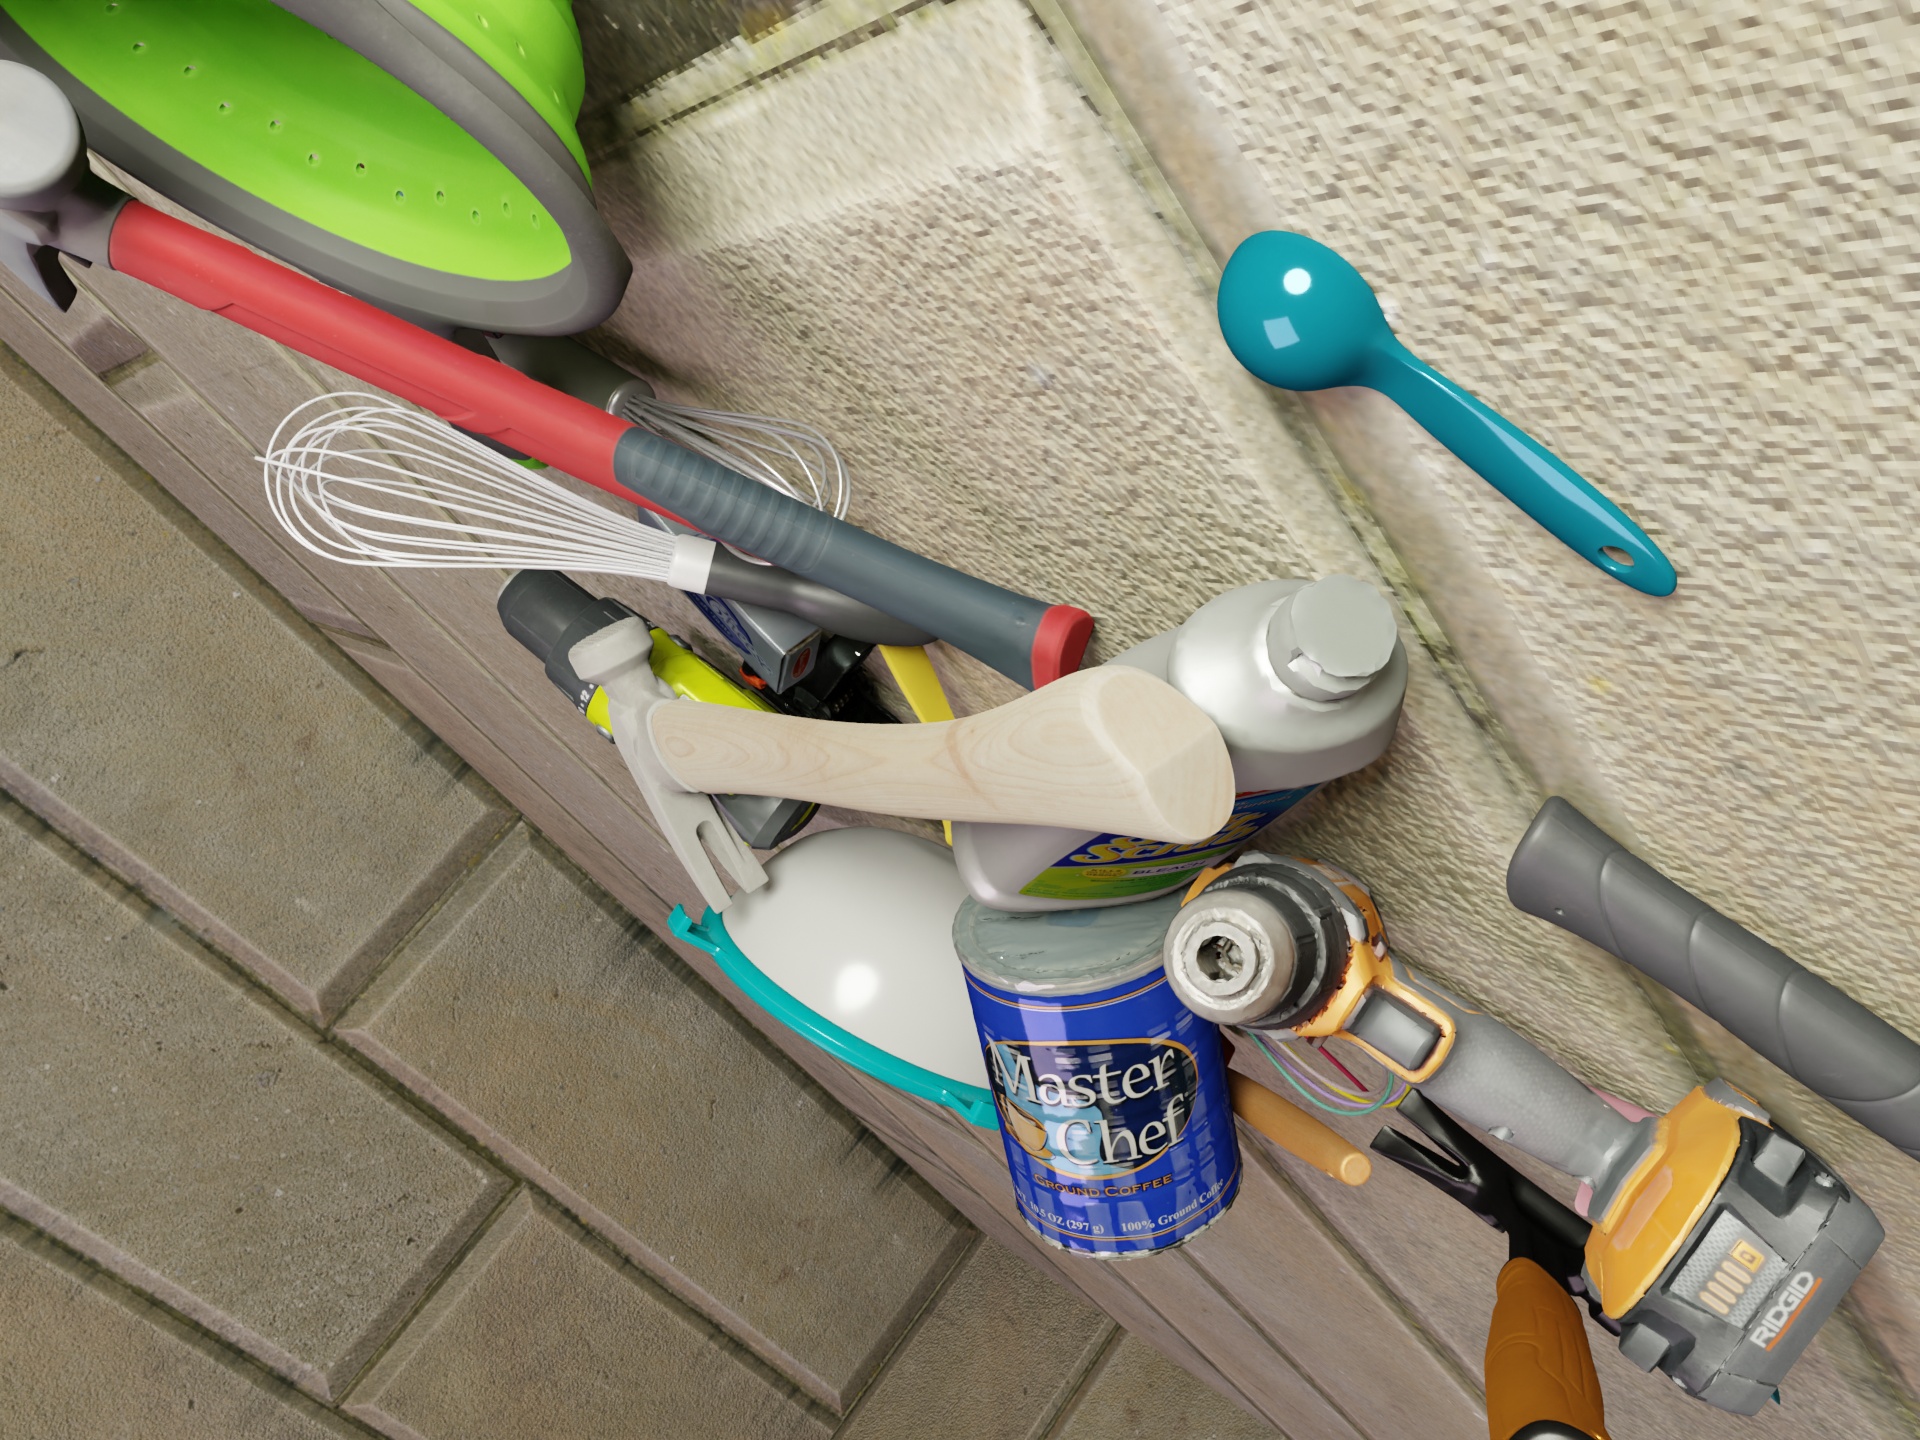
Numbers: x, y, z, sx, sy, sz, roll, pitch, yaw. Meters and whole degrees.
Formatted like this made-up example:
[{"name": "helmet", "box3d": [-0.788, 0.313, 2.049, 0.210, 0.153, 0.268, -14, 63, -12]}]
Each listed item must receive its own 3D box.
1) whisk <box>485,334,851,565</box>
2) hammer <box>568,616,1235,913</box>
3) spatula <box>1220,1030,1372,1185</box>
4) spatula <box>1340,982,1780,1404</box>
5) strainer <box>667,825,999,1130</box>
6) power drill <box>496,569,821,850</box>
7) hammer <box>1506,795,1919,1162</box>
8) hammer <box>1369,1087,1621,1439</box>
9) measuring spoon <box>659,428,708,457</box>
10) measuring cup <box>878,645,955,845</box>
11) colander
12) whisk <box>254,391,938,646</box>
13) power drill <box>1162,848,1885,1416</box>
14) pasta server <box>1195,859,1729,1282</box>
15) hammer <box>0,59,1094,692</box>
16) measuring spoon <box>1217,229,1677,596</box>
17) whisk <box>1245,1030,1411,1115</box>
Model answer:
[{"name": "whisk", "box3d": [-0.132, -0.128, 0.667, 0.247, 0.058, 0.059, 33, -178, 33]}, {"name": "hammer", "box3d": [-0.040, 0.024, 0.592, 0.411, 0.038, 0.146, 1, 120, 59]}, {"name": "spatula", "box3d": [0.133, 0.165, 0.745, 0.081, 0.041, 0.322, 43, 174, -3]}, {"name": "spatula", "box3d": [0.207, 0.155, 0.672, 0.318, 0.044, 0.082, 35, -171, 21]}, {"name": "strainer", "box3d": [-0.007, 0.116, 0.910, 0.211, 0.095, 0.340, 29, -173, 14]}, {"name": "power drill", "box3d": [-0.156, -0.002, 0.890, 0.190, 0.080, 0.228, 38, 174, 4]}, {"name": "hammer", "box3d": [0.329, 0.151, 0.433, 0.409, 0.036, 0.149, 36, 161, 12]}, {"name": "hammer", "box3d": [0.193, 0.200, 0.547, 0.127, 0.034, 0.336, 37, -173, 18]}, {"name": "measuring spoon", "box3d": [-0.155, -0.145, 0.724, 0.124, 0.018, 0.034, 39, -174, 23]}, {"name": "measuring cup", "box3d": [-0.001, -0.002, 0.717, 0.029, 0.062, 0.156, 0, 128, 43]}, {"name": "colander", "box3d": [-0.180, -0.186, 0.530, 0.204, 0.094, 0.397, 20, 170, 1]}, {"name": "whisk", "box3d": [-0.142, -0.072, 0.653, 0.284, 0.070, 0.070, 13, 165, -9]}, {"name": "power drill", "box3d": [0.170, 0.119, 0.521, 0.226, 0.084, 0.185, 34, -173, 20]}, {"name": "pasta server", "box3d": [0.175, 0.117, 0.655, 0.316, 0.060, 0.040, 33, 130, 28]}, {"name": "hammer", "box3d": [-0.131, -0.093, 0.549, 0.386, 0.038, 0.143, 23, 170, -17]}, {"name": "measuring spoon", "box3d": [0.109, -0.064, 0.368, 0.128, 0.021, 0.042, 39, 163, 5]}, {"name": "whisk", "box3d": [0.107, 0.104, 0.758, 0.245, 0.051, 0.047, 37, 168, 19]}]
